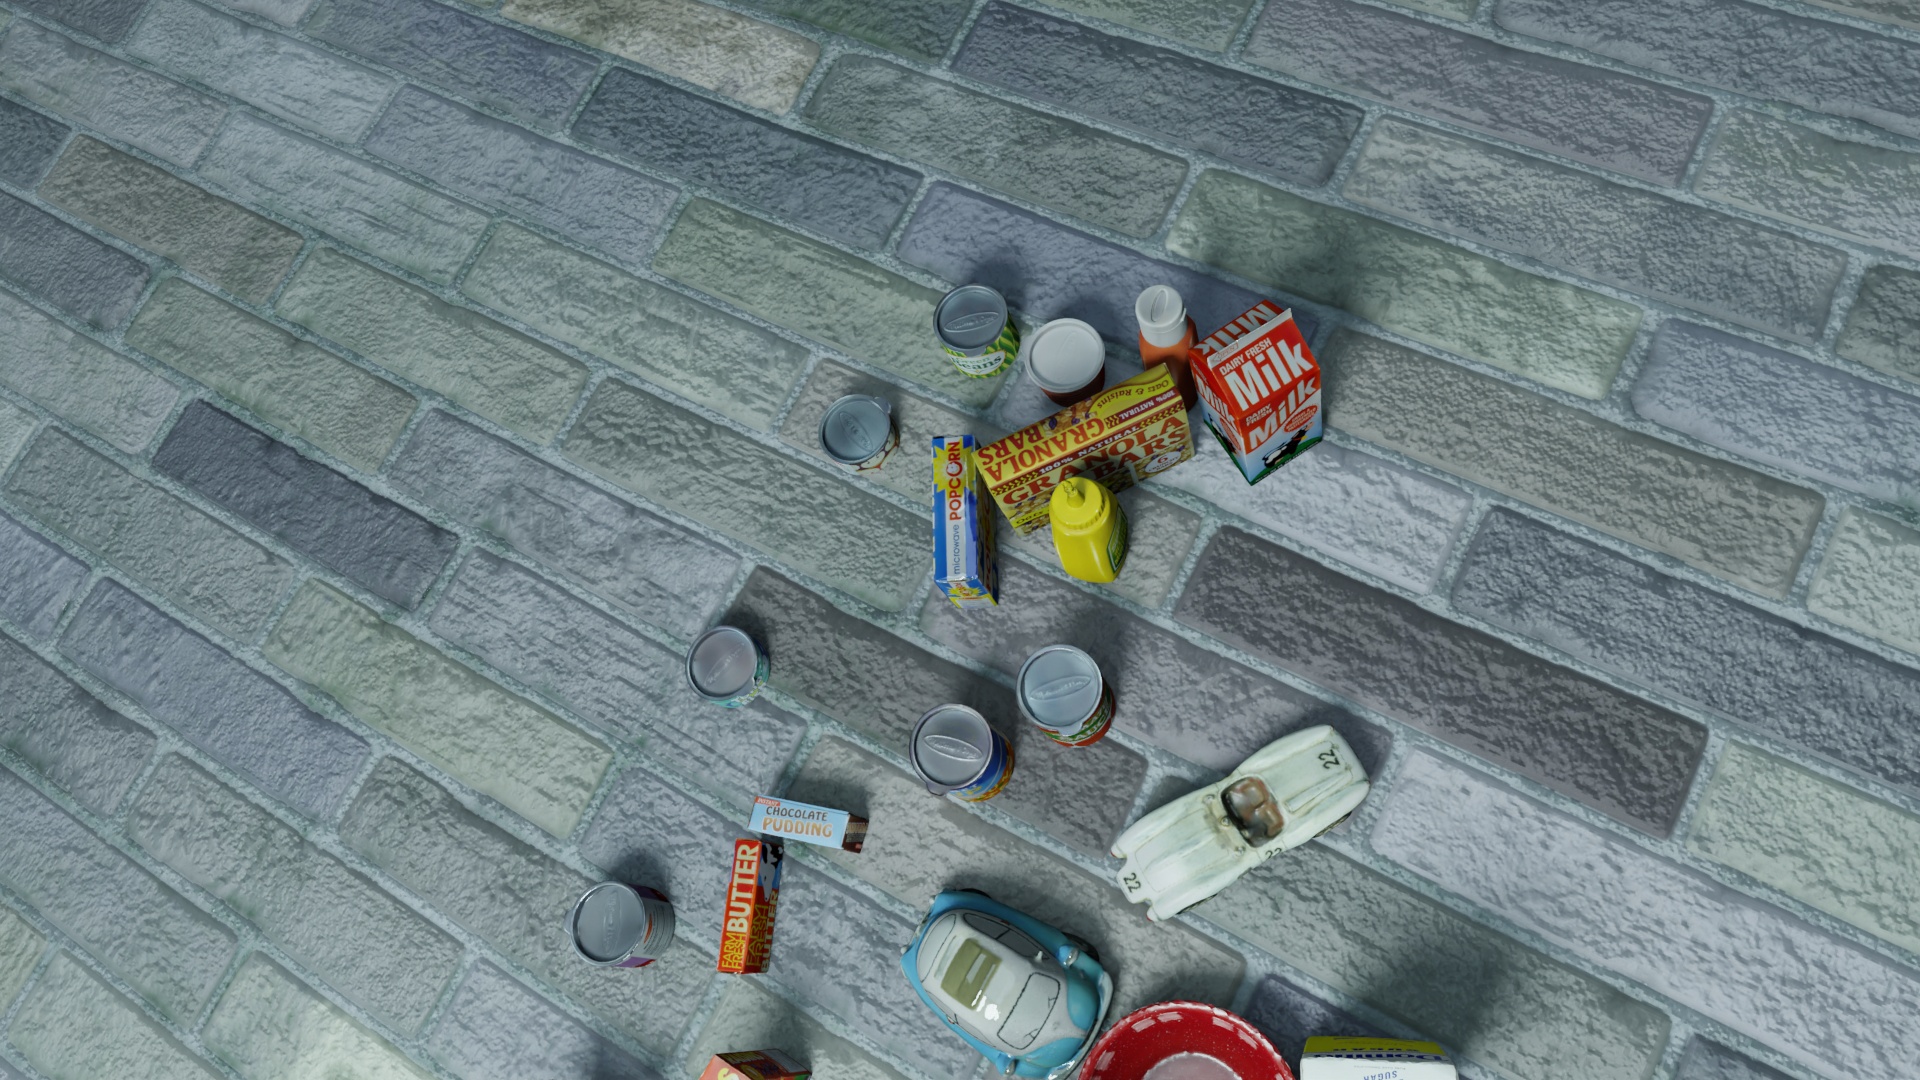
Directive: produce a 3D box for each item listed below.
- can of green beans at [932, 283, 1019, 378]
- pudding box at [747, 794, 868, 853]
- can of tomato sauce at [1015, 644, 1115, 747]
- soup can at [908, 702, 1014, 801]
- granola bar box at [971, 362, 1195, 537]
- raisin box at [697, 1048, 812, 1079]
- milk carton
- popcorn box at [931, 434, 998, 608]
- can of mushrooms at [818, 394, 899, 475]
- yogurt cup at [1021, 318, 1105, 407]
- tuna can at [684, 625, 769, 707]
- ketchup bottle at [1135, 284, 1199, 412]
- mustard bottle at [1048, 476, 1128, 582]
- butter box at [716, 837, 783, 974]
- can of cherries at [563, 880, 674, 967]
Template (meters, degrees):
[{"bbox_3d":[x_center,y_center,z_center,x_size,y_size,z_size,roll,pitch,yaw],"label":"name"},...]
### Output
[{"bbox_3d":[0.015,-0.183,1.217,0.071,0.057,0.071,-4,71,13],"label":"can of green beans"},{"bbox_3d":[-0.122,0.228,1.118,0.084,0.049,0.030,8,74,17],"label":"pudding box"},{"bbox_3d":[0.085,0.124,1.082,0.071,0.083,0.071,-4,71,13],"label":"can of tomato sauce"},{"bbox_3d":[0.001,0.170,1.087,0.071,0.083,0.071,-4,71,13],"label":"soup can"},{"bbox_3d":[0.103,-0.069,1.120,0.165,0.124,0.039,-25,68,5],"label":"granola bar box"},{"bbox_3d":[-0.165,0.423,1.023,0.040,0.123,0.086,27,80,21],"label":"raisin box"},{"bbox_3d":[0.228,-0.118,1.069,0.072,0.190,0.073,-32,67,2],"label":"milk carton"},{"bbox_3d":[0.004,-0.014,1.148,0.038,0.085,0.127,-6,71,13],"label":"popcorn box"},{"bbox_3d":[-0.087,-0.094,1.226,0.071,0.033,0.071,-4,71,13],"label":"can of mushrooms"},{"bbox_3d":[0.093,-0.148,1.188,0.072,0.054,0.072,-4,71,13],"label":"yogurt cup"},{"bbox_3d":[-0.197,0.110,1.186,0.071,0.032,0.071,-4,71,13],"label":"tuna can"},{"bbox_3d":[0.169,-0.156,1.120,0.043,0.148,0.065,12,76,18],"label":"ketchup bottle"},{"bbox_3d":[0.098,-0.014,1.083,0.049,0.160,0.065,9,75,17],"label":"mustard bottle"},{"bbox_3d":[-0.166,0.292,1.106,0.024,0.053,0.104,1,72,15],"label":"butter box"},{"bbox_3d":[-0.275,0.310,1.124,0.071,0.058,0.071,-4,71,13],"label":"can of cherries"}]
